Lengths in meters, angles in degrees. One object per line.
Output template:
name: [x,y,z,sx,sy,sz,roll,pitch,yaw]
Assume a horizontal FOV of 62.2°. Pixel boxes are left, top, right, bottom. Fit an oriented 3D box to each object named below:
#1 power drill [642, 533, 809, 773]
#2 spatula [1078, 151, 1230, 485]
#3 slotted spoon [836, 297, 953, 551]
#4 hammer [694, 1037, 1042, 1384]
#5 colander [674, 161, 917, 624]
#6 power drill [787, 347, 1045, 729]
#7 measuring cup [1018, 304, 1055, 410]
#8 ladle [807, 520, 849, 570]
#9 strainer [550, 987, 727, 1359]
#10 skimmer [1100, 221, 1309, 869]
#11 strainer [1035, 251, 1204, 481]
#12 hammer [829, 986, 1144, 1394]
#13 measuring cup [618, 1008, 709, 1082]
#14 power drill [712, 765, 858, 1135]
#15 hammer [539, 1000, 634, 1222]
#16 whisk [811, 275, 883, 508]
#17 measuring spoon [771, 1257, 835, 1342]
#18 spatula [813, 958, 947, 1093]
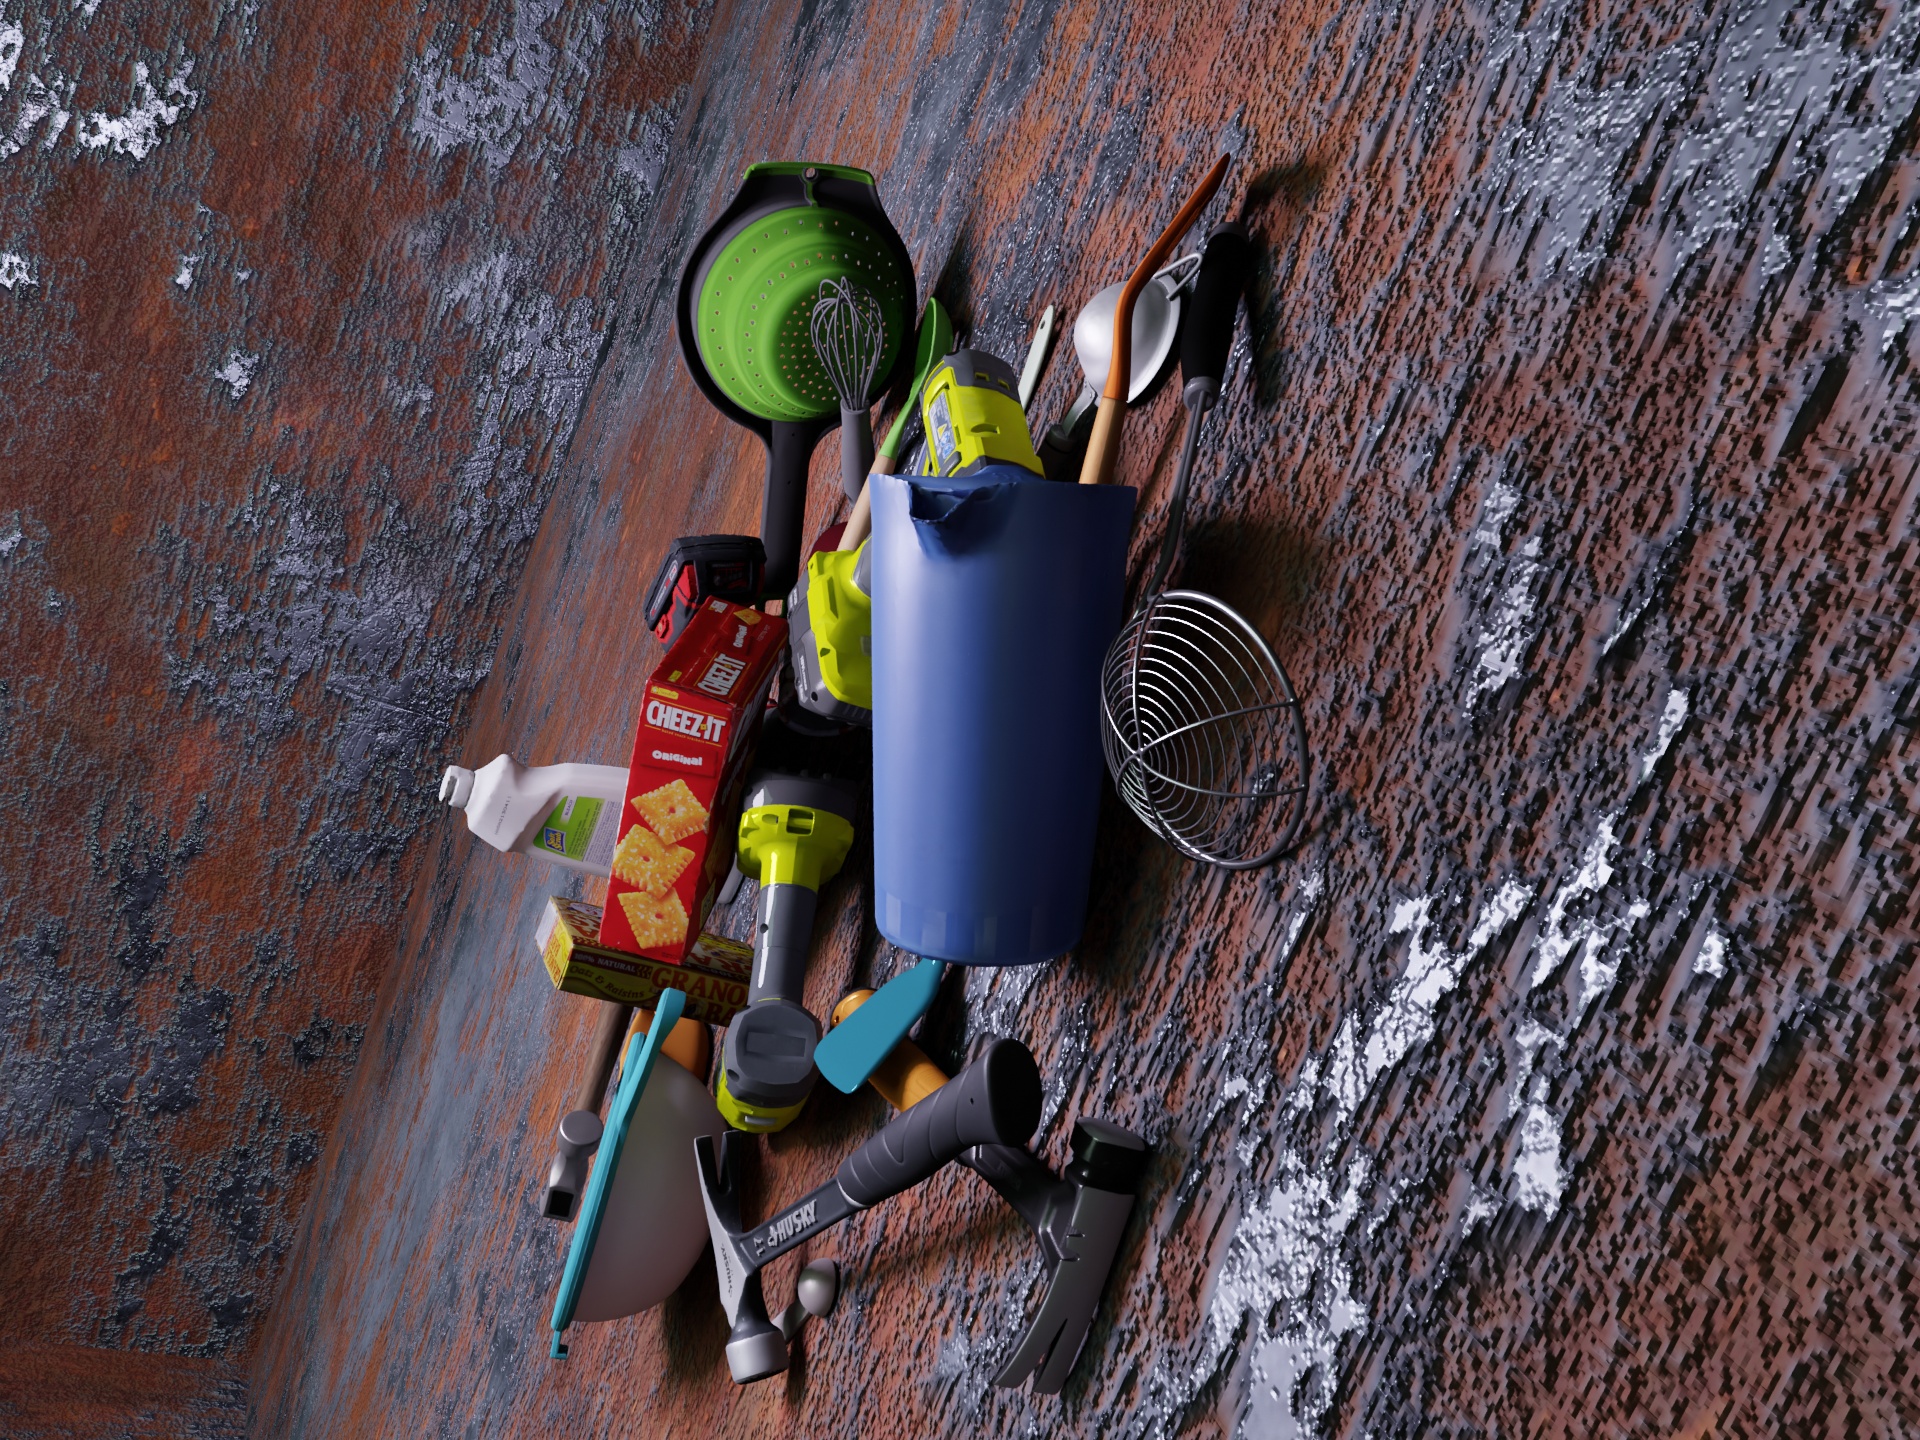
power drill: [-0.182,-0.037,1.295,0.143,0.078,0.220,-50,53,49]
spatula: [0.089,-0.153,0.886,0.081,0.041,0.322,-54,-23,-76]
slotted spoon: [-0.066,-0.177,1.220,0.070,0.031,0.314,170,121,-77]
hammer: [-0.062,0.249,0.855,0.408,0.036,0.149,-48,53,51]
colander: [-0.125,-0.238,1.288,0.095,0.204,0.396,-129,40,-51]
power drill: [-0.026,-0.100,1.002,0.223,0.080,0.171,-51,36,40]
measuring cup: [0.020,-0.205,1.079,0.167,0.038,0.083,-70,24,12]
ladle: [-0.063,-0.107,1.212,0.316,0.031,0.069,31,101,64]
strainer: [-0.200,0.296,1.105,0.211,0.095,0.340,-83,14,-47]
skimmer: [0.135,-0.104,0.782,0.127,0.090,0.364,131,158,-56]
strainer: [0.064,-0.179,0.972,0.258,0.050,0.087,-60,32,34]
hammer: [-0.008,0.222,0.864,0.337,0.034,0.127,22,93,66]
measuring cup: [-0.233,0.239,1.311,0.095,0.052,0.174,-23,52,60]
power drill: [-0.125,0.165,1.080,0.190,0.080,0.229,115,161,-62]
hammer: [-0.277,0.252,1.253,0.332,0.031,0.130,-88,17,-58]
whisk: [-0.083,-0.242,1.215,0.238,0.055,0.055,91,180,-57]
measuring spoon: [-0.111,0.374,0.999,0.124,0.018,0.034,-54,30,37]
spatula: [-0.004,0.066,0.933,0.317,0.044,0.082,-70,20,-2]
